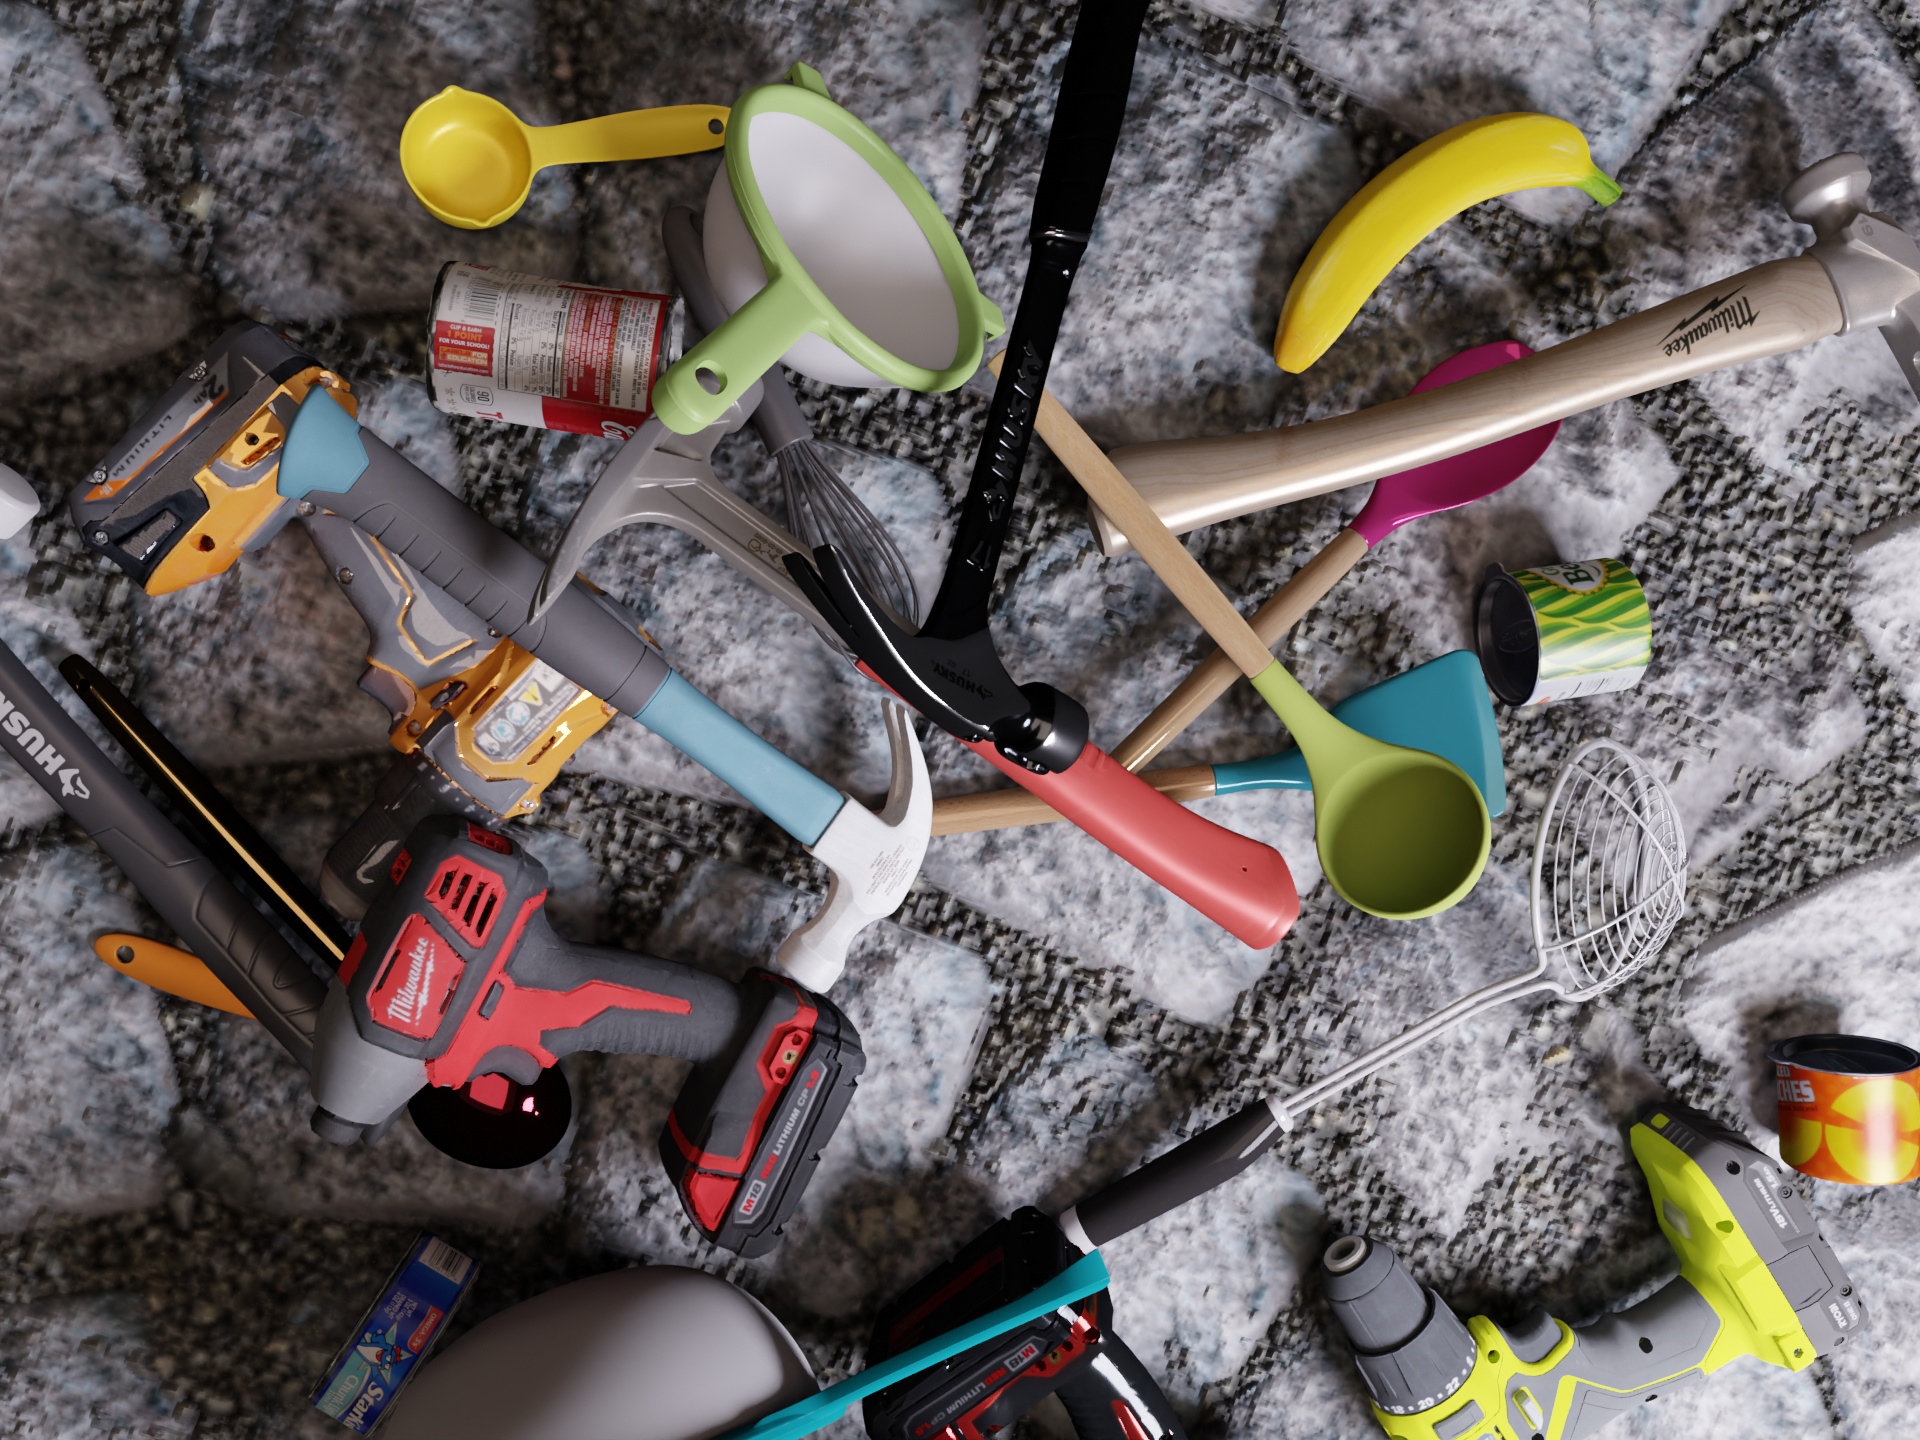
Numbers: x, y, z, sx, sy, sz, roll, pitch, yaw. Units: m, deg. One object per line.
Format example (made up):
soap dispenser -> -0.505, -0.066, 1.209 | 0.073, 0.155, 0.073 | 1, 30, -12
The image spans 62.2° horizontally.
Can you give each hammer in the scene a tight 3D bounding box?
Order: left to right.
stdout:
hammer -> -0.365, 0.057, 0.701 | 0.146, 0.035, 0.334 | -41, 94, 4
hammer -> -0.145, -0.019, 0.680 | 0.330, 0.033, 0.128 | 39, 85, -23
hammer -> -0.001, -0.002, 0.687 | 0.359, 0.036, 0.149 | 36, 59, -12
hammer -> 0.034, -0.191, 0.677 | 0.149, 0.036, 0.409 | 28, 67, -38
hammer -> 0.261, -0.144, 0.752 | 0.410, 0.038, 0.146 | -18, 74, -1

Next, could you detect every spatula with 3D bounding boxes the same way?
spatula -> 0.098, 0.029, 0.765 | 0.317, 0.044, 0.082 | -8, 83, -5

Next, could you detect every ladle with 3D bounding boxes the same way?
ladle -> -0.299, 0.090, 0.733 | 0.069, 0.031, 0.315 | -41, 96, 0
ladle -> 0.119, -0.042, 0.714 | 0.078, 0.062, 0.320 | -40, 93, 10

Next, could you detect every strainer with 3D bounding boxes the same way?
strainer -> -0.106, 0.264, 0.673 | 0.340, 0.210, 0.095 | -27, 70, 8
strainer -> -0.078, -0.167, 0.659 | 0.069, 0.256, 0.151 | -29, 110, 34

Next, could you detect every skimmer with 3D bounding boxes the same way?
skimmer -> 0.200, 0.143, 0.788 | 0.363, 0.090, 0.127 | -32, 125, 7

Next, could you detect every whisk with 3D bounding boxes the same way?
whisk -> -0.081, -0.127, 0.733 | 0.055, 0.055, 0.239 | -26, 92, -4

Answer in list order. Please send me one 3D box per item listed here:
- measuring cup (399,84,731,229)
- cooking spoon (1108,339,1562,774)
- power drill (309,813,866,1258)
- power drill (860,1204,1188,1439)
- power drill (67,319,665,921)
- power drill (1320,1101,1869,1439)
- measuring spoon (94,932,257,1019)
measuring cup -> -0.175, -0.260, 0.728 | 0.156, 0.029, 0.062 | -14, 96, -17
cooking spoon -> 0.173, -0.070, 0.765 | 0.319, 0.017, 0.069 | -43, 76, -8
power drill -> -0.166, 0.146, 0.698 | 0.219, 0.079, 0.143 | 29, 86, -21
power drill -> 0.050, 0.368, 0.763 | 0.188, 0.080, 0.226 | -40, 100, 11
power drill -> -0.273, -0.037, 0.702 | 0.226, 0.084, 0.185 | 43, 89, -12
power drill -> 0.307, 0.294, 0.792 | 0.228, 0.080, 0.190 | -33, 97, -1
measuring spoon -> -0.344, 0.125, 0.736 | 0.117, 0.011, 0.021 | 23, 91, -8
